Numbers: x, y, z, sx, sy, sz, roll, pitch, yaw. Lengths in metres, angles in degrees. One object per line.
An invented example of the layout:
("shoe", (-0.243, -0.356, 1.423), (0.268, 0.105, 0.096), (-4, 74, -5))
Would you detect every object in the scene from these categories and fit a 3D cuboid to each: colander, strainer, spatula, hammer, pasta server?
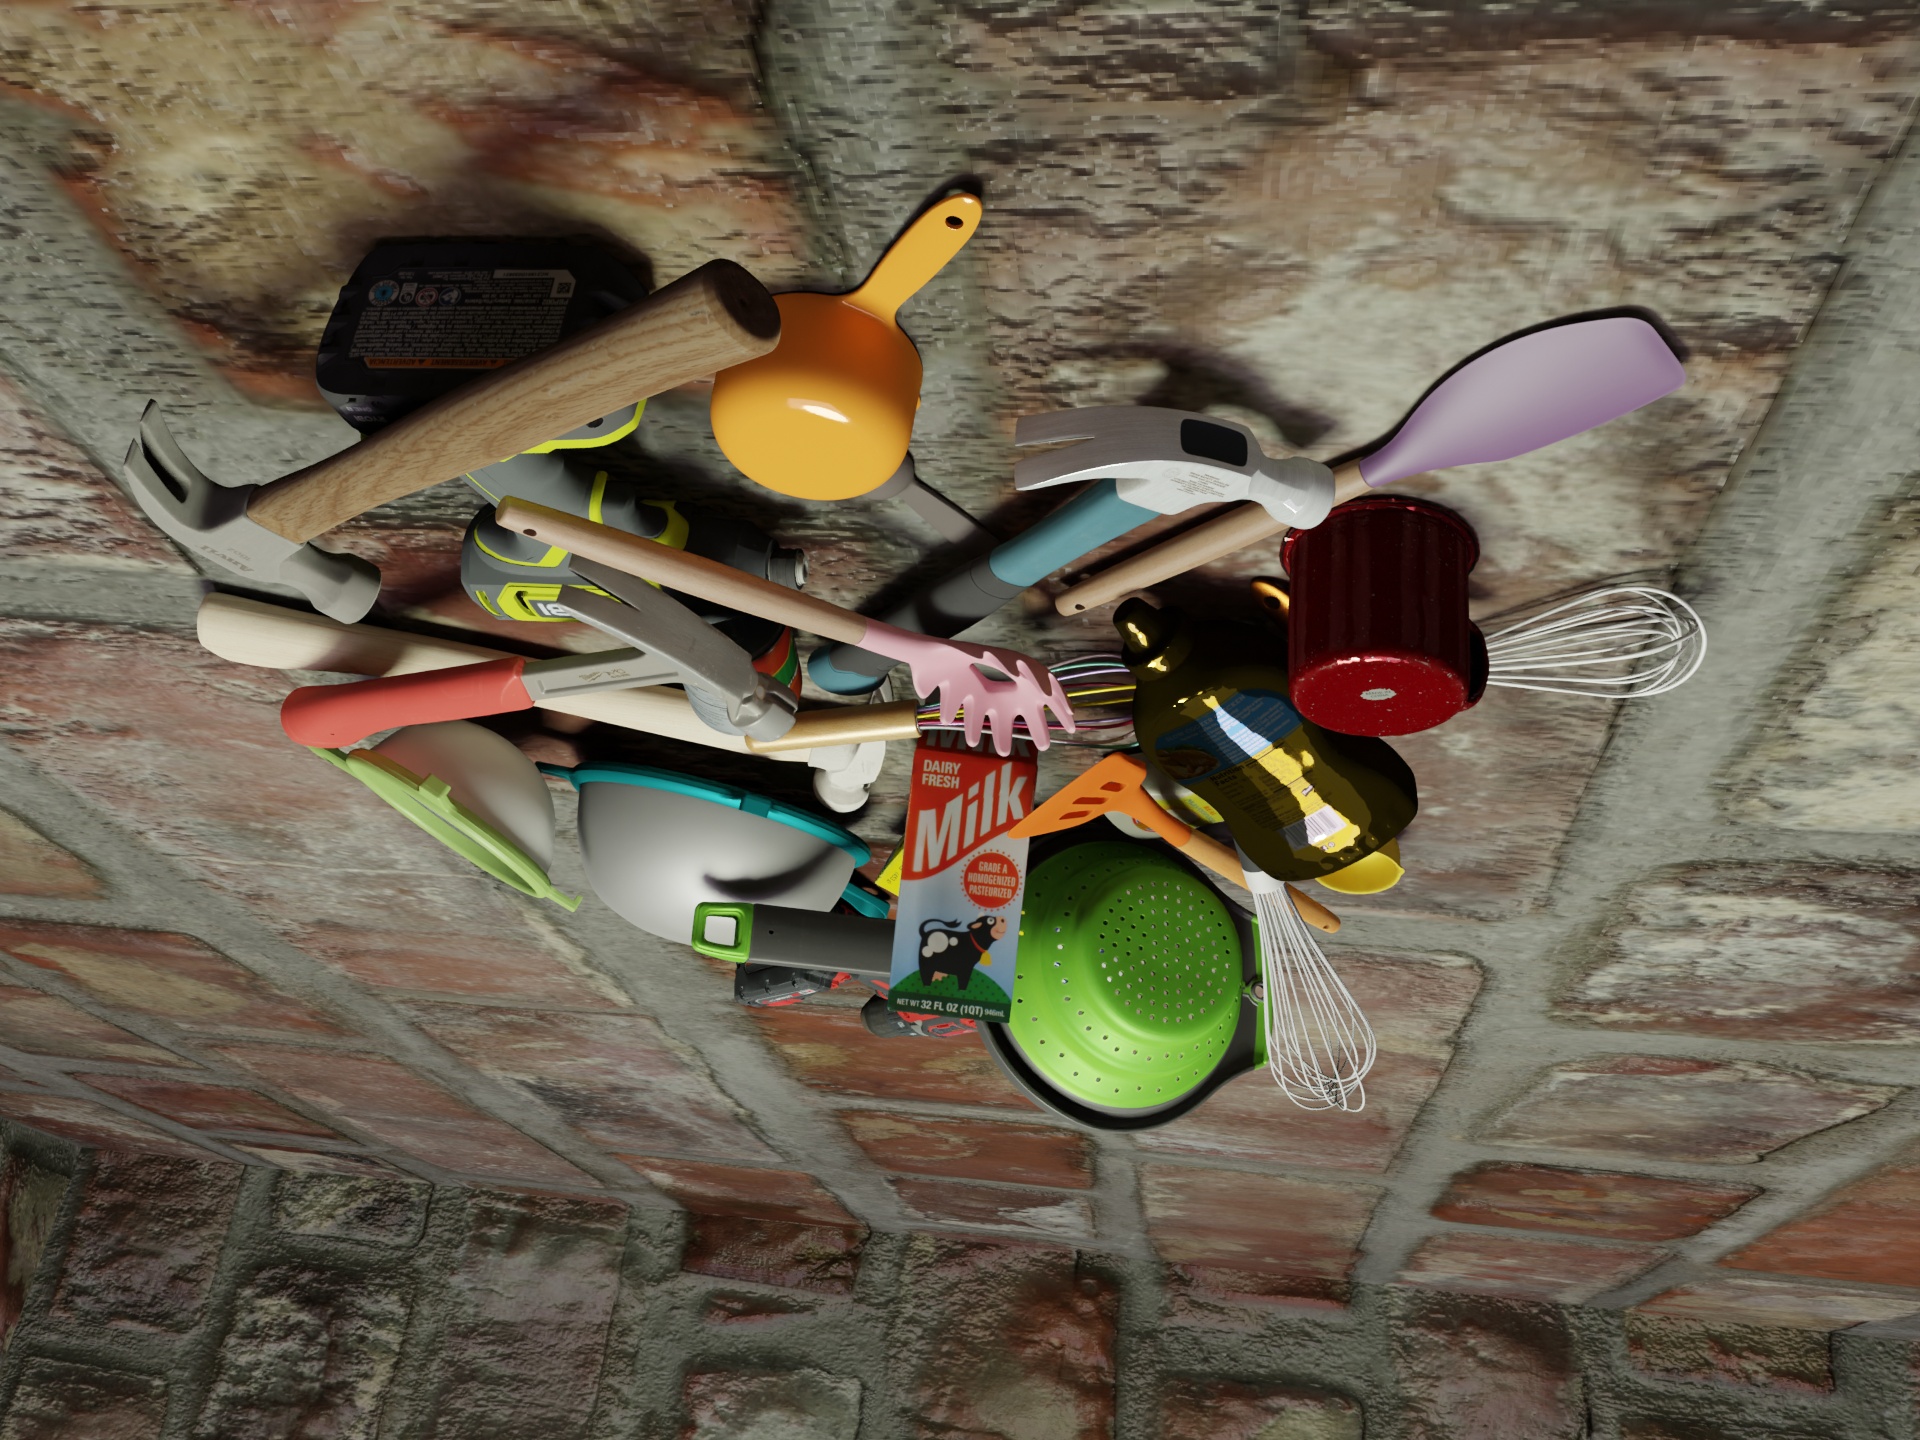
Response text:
("colander", (0.035, 0.144, 0.998), (0.397, 0.205, 0.094), (9, 159, -15))
("strainer", (-0.146, 0.126, 1.129), (0.211, 0.095, 0.340), (6, 162, 29))
("spatula", (0.159, -0.103, 0.712), (0.059, 0.018, 0.316), (35, 142, -31))
("hammer", (-0.262, -0.021, 0.847), (0.359, 0.037, 0.149), (-5, 152, 37))
("strainer", (-0.345, 0.030, 1.042), (0.256, 0.069, 0.151), (20, 157, 39))
("hammer", (-0.199, -0.107, 0.602), (0.331, 0.031, 0.129), (-12, 151, 37))
("spatula", (0.150, 0.085, 0.966), (0.081, 0.041, 0.322), (-39, 136, 23))
("pasta server", (-0.070, -0.044, 0.751), (0.316, 0.040, 0.060), (18, 143, -37))
("hammer", (0.019, -0.070, 0.777), (0.128, 0.033, 0.331), (14, 158, -30))
("hammer", (-0.245, -0.025, 0.956), (0.410, 0.038, 0.146), (12, 152, -7))

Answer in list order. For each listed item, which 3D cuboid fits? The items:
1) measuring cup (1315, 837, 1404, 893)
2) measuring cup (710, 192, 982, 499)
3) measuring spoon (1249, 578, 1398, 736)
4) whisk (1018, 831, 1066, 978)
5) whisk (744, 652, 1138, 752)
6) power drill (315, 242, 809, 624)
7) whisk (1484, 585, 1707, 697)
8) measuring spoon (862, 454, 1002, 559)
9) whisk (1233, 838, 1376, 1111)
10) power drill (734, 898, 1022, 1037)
("measuring cup", (0.245, 0.057, 1.009), (0.062, 0.029, 0.156), (-3, 140, 21))
("measuring cup", (-0.041, -0.146, 0.642), (0.095, 0.052, 0.173), (21, 153, -24))
("measuring spoon", (0.188, -0.030, 0.807), (0.117, 0.011, 0.021), (42, 141, -12))
("whisk", (0.065, 0.141, 1.190), (0.055, 0.055, 0.238), (6, 149, 4))
("whisk", (-0.001, -0.002, 0.887), (0.245, 0.047, 0.051), (-6, 111, 11))
("power drill", (-0.172, -0.113, 0.724), (0.171, 0.080, 0.223), (3, 157, 10))
("whisk", (0.249, -0.028, 0.814), (0.246, 0.058, 0.059), (-8, 115, 34))
("measuring spoon", (-0.011, -0.095, 0.772), (0.034, 0.018, 0.124), (-15, 147, 37))
("whisk", (0.187, 0.116, 0.940), (0.070, 0.070, 0.284), (-9, 114, 30))
("power drill", (-0.083, 0.224, 1.365), (0.226, 0.080, 0.188), (24, 150, -34))
